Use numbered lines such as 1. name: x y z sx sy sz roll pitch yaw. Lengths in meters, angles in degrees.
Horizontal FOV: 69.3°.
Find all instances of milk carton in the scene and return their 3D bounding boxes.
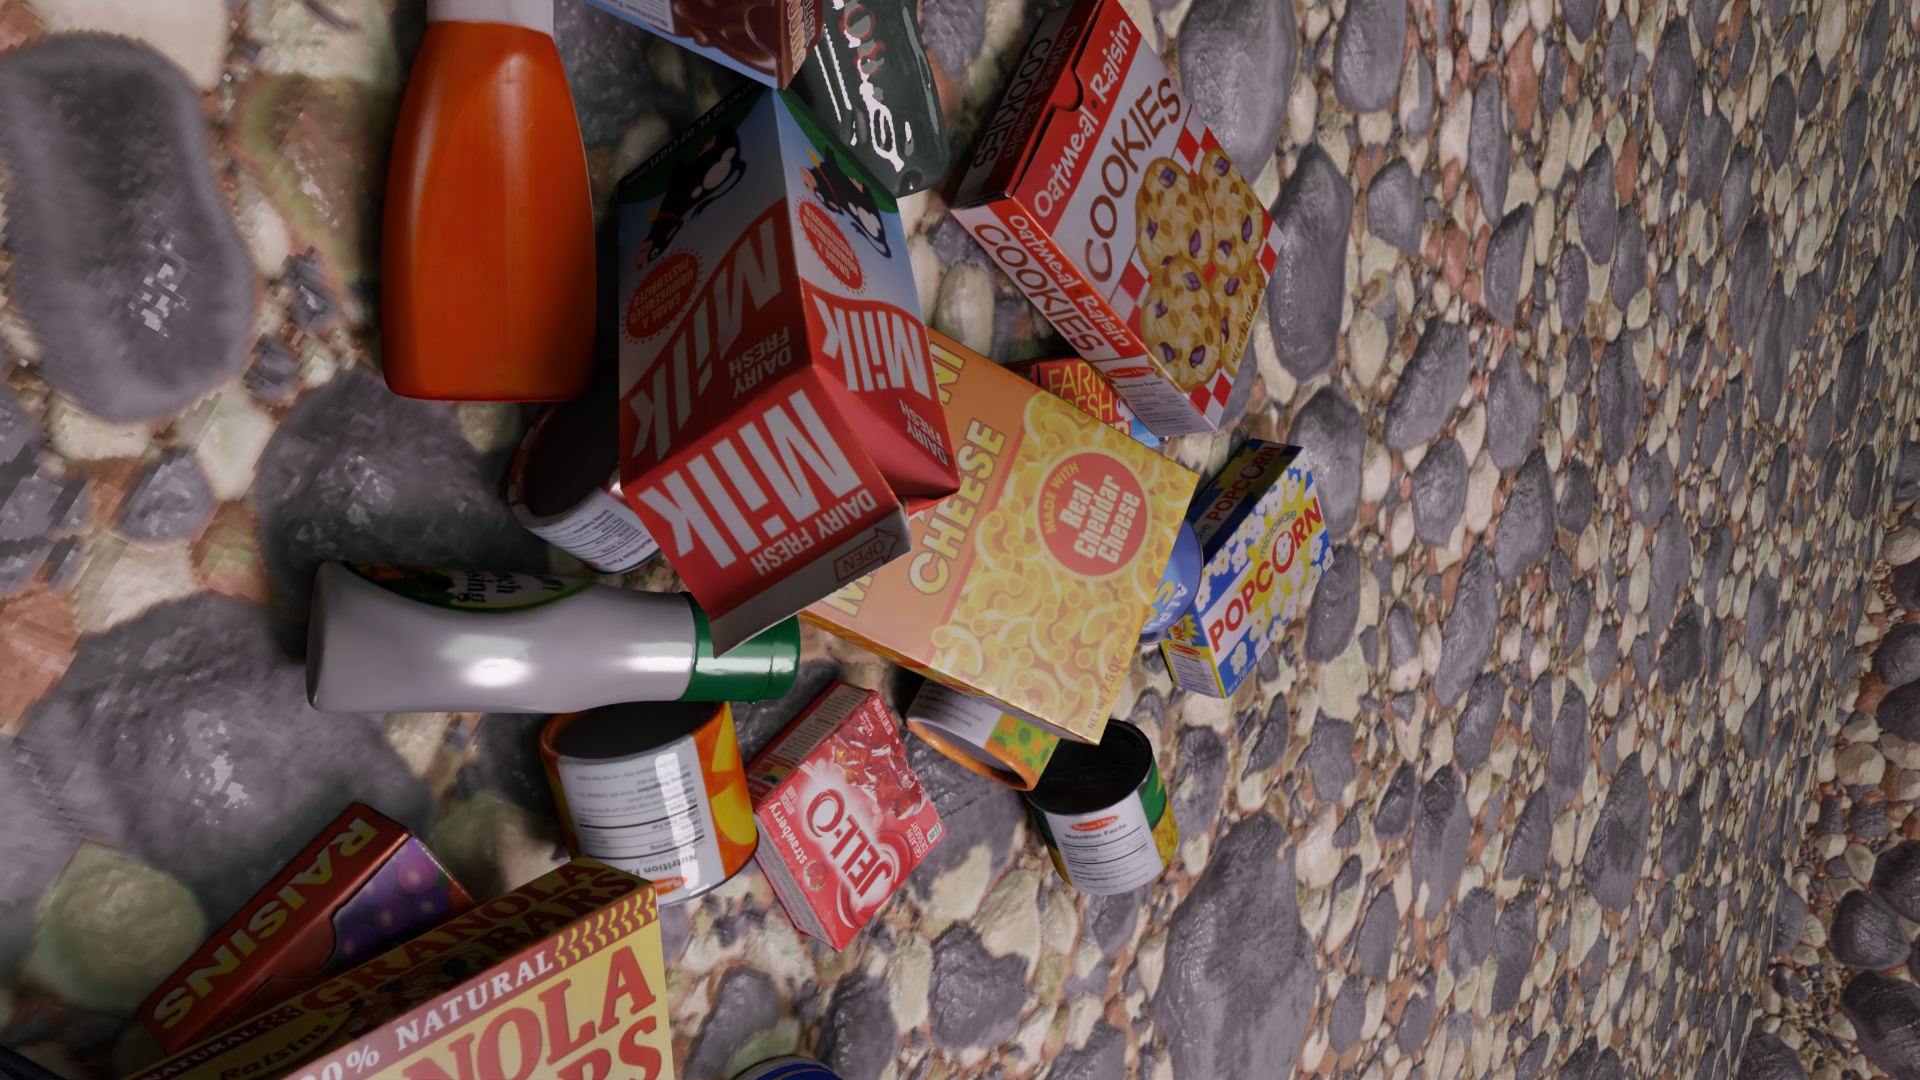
1. milk carton: -0.056 -0.054 0.434 0.073 0.072 0.191 39 30 -43

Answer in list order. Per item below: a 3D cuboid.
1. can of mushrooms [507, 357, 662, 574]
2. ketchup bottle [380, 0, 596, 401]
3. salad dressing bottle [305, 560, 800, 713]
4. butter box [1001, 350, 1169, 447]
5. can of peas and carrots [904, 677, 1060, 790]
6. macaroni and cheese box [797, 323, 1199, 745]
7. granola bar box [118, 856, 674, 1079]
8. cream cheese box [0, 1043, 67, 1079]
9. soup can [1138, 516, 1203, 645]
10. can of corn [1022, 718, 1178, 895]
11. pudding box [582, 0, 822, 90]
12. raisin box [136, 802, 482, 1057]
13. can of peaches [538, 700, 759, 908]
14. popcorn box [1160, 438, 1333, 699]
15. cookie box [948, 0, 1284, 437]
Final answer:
1. can of mushrooms: -0.115 -0.027 0.460 0.033 0.071 0.071 39 70 -43
2. ketchup bottle: -0.144 -0.117 0.426 0.065 0.043 0.148 -6 102 -46
3. salad dressing bottle: -0.125 0.032 0.443 0.148 0.064 0.044 4 96 -30
4. butter box: 0.063 -0.066 0.669 0.104 0.024 0.053 -16 108 -44
5. can of peas and carrots: 0.018 0.072 0.619 0.070 0.071 0.059 47 65 -41
6. macaroni and cheese box: 0.002 -0.007 0.557 0.166 0.040 0.124 26 77 -20
7. granola bar box: -0.159 0.183 0.403 0.166 0.039 0.124 -19 111 -50
8. cream cheese box: -0.248 0.153 0.363 0.024 0.053 0.103 -56 133 -29
9. soup can: 0.064 0.012 0.654 0.084 0.071 0.071 9 92 -47
10. can of corn: 0.070 0.130 0.688 0.071 0.071 0.058 -43 127 -32
11. pudding box: -0.085 -0.182 0.436 0.030 0.084 0.049 -60 171 -27
12. raisin box: -0.181 0.157 0.445 0.086 0.040 0.123 -48 128 -28
13. can of peaches: -0.109 0.086 0.490 0.071 0.071 0.058 -27 116 -41
14. popcorn box: 0.155 0.014 0.773 0.127 0.038 0.085 -45 127 -31
15. cookie box: 0.080 -0.145 0.637 0.167 0.040 0.123 41 61 -36
